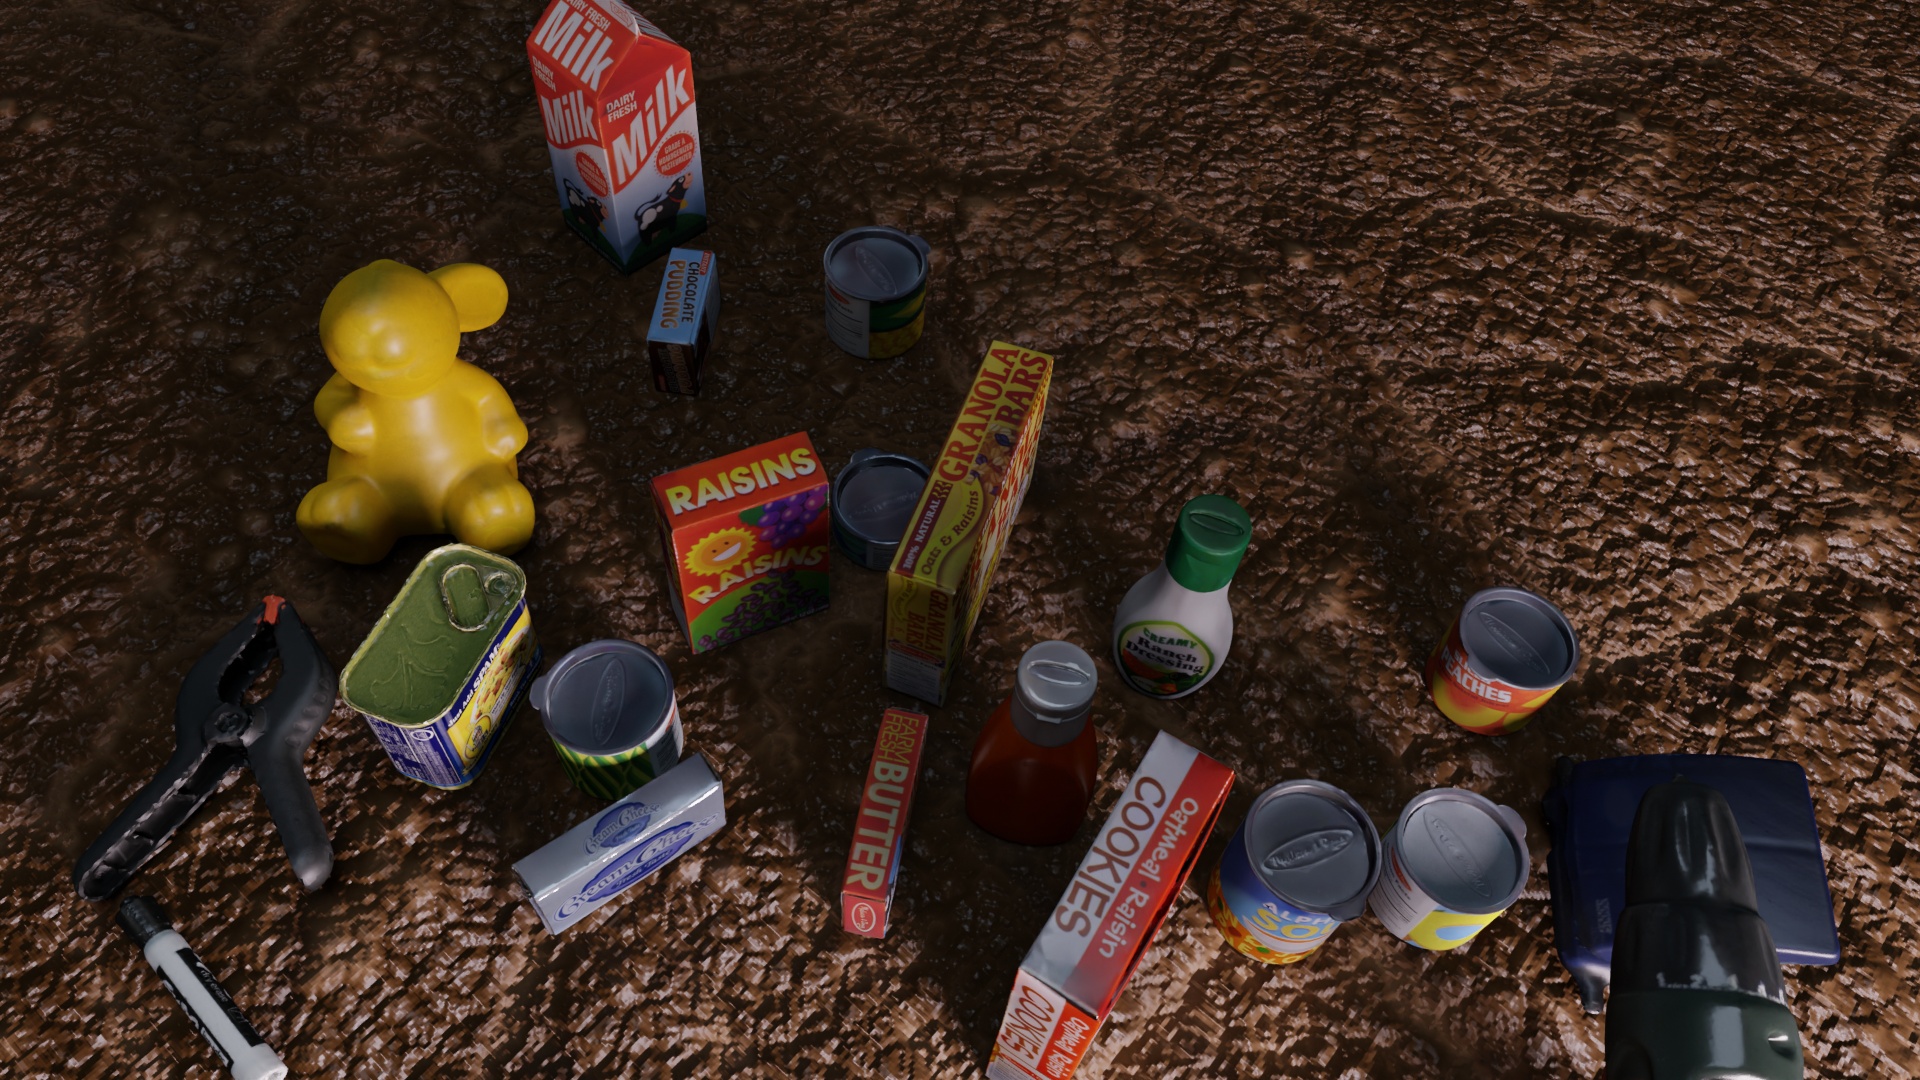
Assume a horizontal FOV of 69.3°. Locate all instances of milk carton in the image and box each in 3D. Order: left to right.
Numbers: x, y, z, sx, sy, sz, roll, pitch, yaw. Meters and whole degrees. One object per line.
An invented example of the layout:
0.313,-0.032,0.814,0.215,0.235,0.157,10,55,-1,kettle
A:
-0.217,-0.269,0.884,0.072,0.189,0.074,41,62,21,milk carton

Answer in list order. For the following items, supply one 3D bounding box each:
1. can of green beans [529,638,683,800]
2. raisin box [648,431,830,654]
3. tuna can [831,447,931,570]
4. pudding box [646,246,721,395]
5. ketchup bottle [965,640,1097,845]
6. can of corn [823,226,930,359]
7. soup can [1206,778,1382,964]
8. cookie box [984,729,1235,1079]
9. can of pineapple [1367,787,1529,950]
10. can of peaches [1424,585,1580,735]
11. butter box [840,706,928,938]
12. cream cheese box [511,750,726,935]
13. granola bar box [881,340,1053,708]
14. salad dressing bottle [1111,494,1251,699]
-0.179,0.093,0.720,0.071,0.057,0.071,2,56,-3,can of green beans
-0.115,0.003,0.748,0.086,0.122,0.040,-18,59,-16,raisin box
-0.045,-0.019,0.823,0.071,0.032,0.071,2,56,-3,tuna can
-0.175,-0.140,0.885,0.030,0.049,0.084,6,56,-1,pudding box
0.038,0.101,0.679,0.065,0.148,0.044,12,56,3,ketchup bottle
-0.053,-0.162,0.905,0.071,0.058,0.071,2,56,-3,can of corn
0.163,0.167,0.684,0.071,0.083,0.072,2,56,-3,soup can
0.064,0.175,0.619,0.040,0.166,0.123,28,58,14,cookie box
0.247,0.167,0.707,0.071,0.057,0.071,2,56,-3,can of pineapple
0.300,0.069,0.778,0.071,0.057,0.071,2,56,-3,can of peaches
-0.038,0.142,0.702,0.024,0.052,0.104,11,56,3,butter box
-0.165,0.150,0.685,0.104,0.053,0.024,-31,64,-23,cream cheese box
0.003,-0.010,0.766,0.039,0.123,0.166,18,56,7,granola bar box
0.118,0.031,0.734,0.064,0.146,0.044,19,57,8,salad dressing bottle
